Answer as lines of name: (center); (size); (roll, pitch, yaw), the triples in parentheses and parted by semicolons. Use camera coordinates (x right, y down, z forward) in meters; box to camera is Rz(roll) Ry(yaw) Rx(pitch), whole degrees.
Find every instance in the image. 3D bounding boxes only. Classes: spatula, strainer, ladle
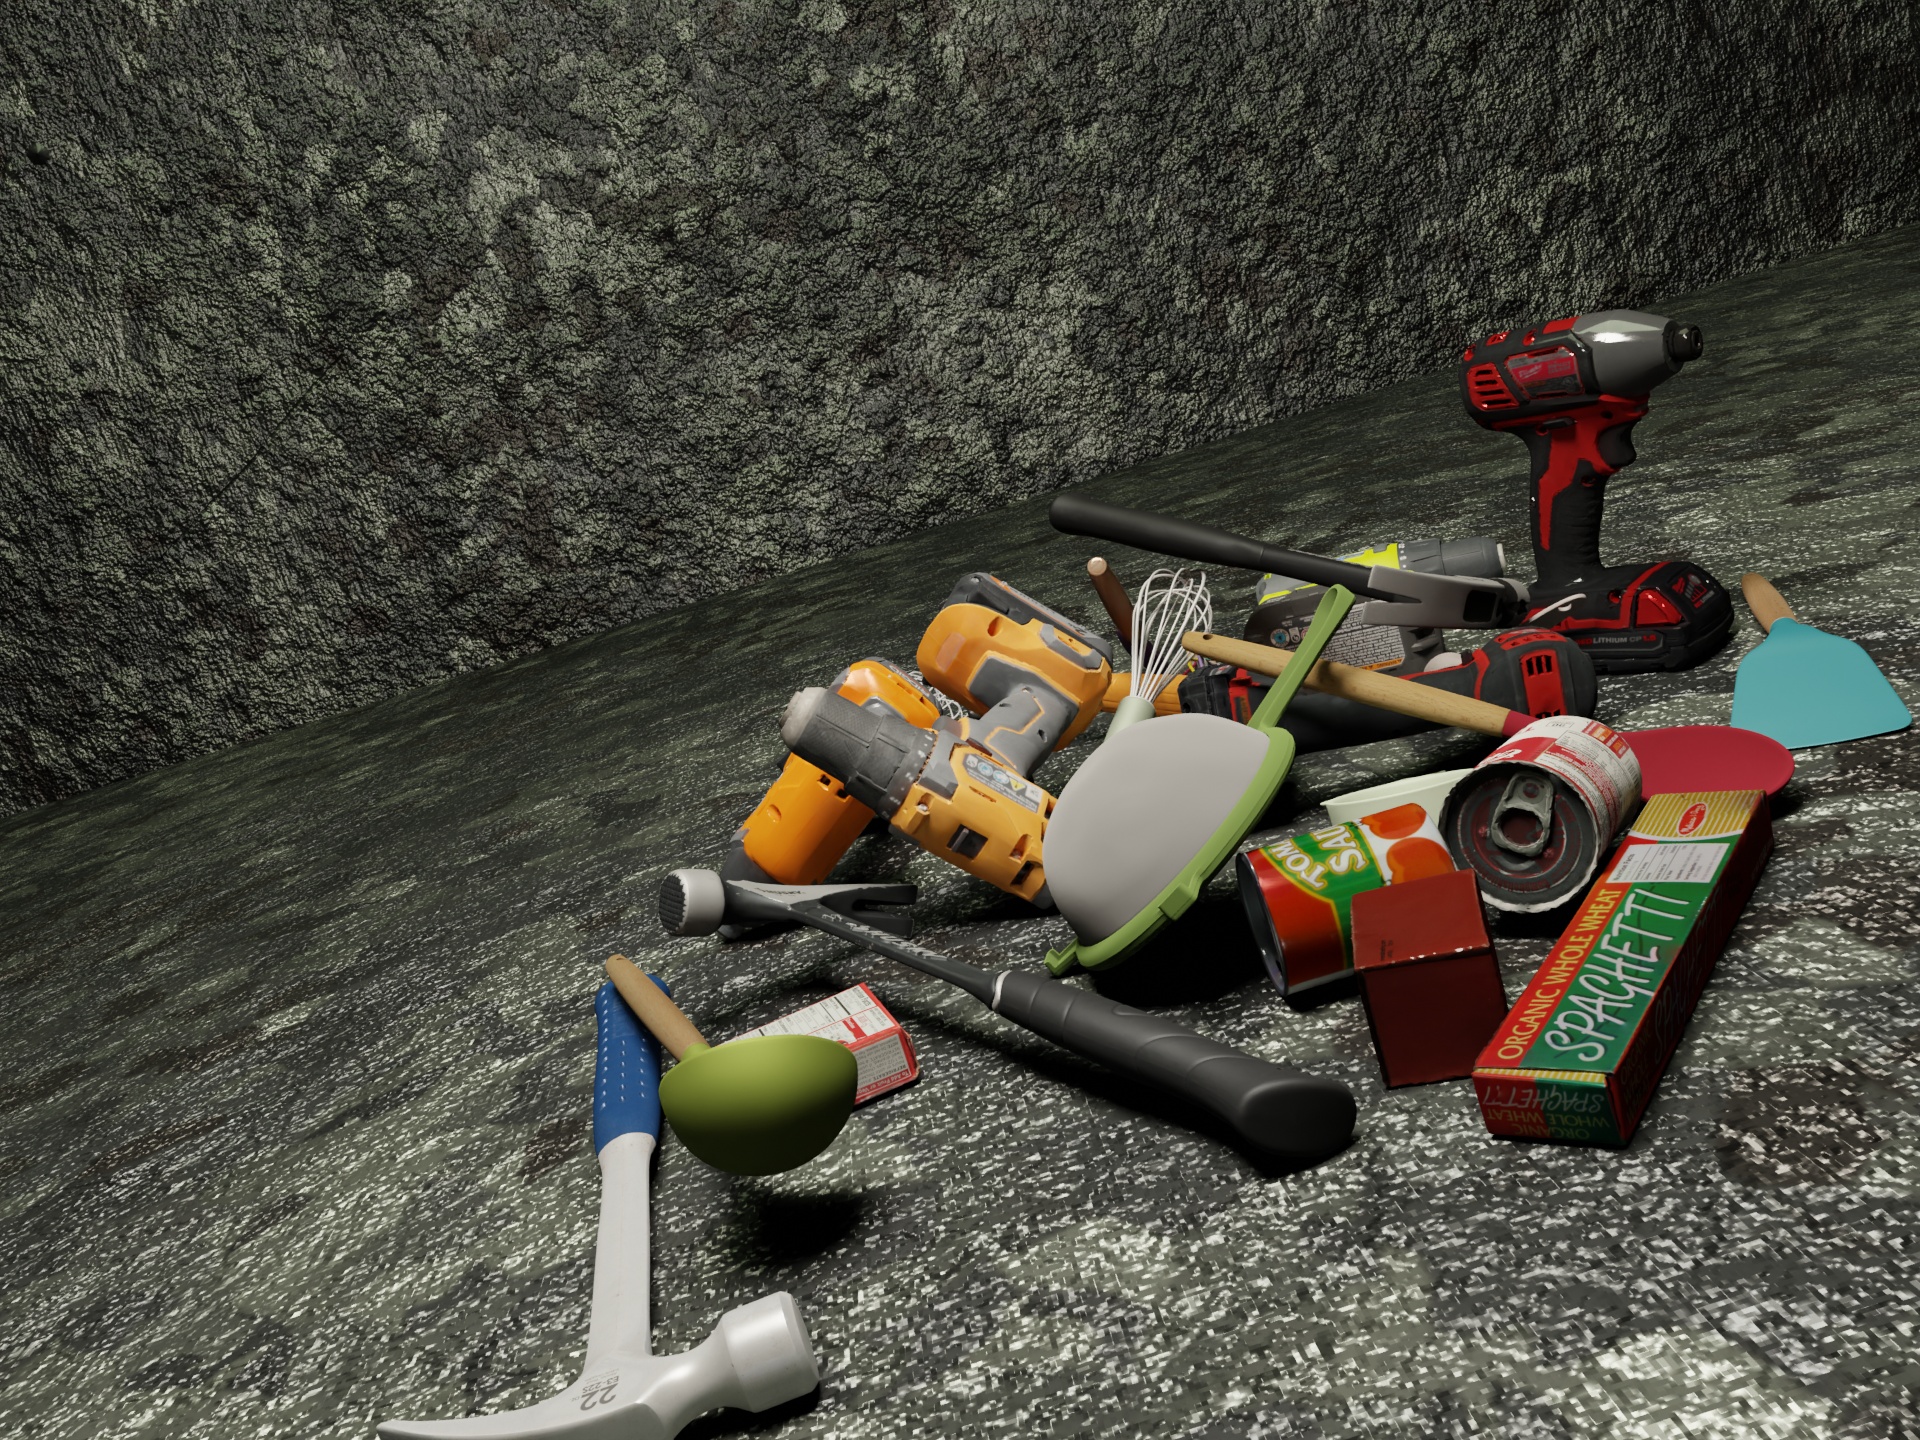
spatula: (0.482, -0.047, 0.935); (0.082, 0.044, 0.317); (-12, 9, 24)
strainer: (0.116, 0.007, 0.794); (0.256, 0.069, 0.151); (-52, 3, -27)
ladle: (-0.127, 0.137, 0.734); (0.078, 0.062, 0.320); (3, 3, -23)
spatula: (0.124, -0.069, 1.161); (0.018, 0.060, 0.315); (-54, -18, -1)
ladle: (0.256, -0.005, 0.822); (0.316, 0.031, 0.069); (17, 43, 31)

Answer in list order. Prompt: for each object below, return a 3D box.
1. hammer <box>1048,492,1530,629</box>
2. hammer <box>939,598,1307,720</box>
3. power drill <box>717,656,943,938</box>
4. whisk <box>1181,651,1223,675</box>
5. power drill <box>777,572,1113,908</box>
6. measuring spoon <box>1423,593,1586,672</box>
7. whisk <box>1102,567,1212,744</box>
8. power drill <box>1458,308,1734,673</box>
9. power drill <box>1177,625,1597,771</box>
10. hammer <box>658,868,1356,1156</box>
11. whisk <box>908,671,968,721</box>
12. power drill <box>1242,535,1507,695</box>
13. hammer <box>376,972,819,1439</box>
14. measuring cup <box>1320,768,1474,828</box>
hammer: (0.189, -0.110, 1.049); (0.335, 0.035, 0.146); (20, 16, 42)
hammer: (0.111, -0.027, 1.152); (0.034, 0.127, 0.337); (-31, 24, -33)
power drill: (-0.092, 0.051, 1.063); (0.164, 0.084, 0.226); (-52, 3, 17)
whisk: (0.191, -0.037, 1.237); (0.047, 0.051, 0.245); (19, 12, 2)
power drill: (-0.002, -0.003, 0.958); (0.084, 0.185, 0.226); (-57, 7, 33)
measuring spoon: (0.348, -0.055, 1.023); (0.034, 0.018, 0.124); (13, -33, -33)
whisk: (0.117, -0.013, 1.035); (0.059, 0.057, 0.246); (-37, 21, 49)
power drill: (0.403, -0.144, 0.991); (0.078, 0.219, 0.143); (-28, 17, -39)
power drill: (0.254, -0.011, 0.946); (0.227, 0.080, 0.188); (-10, 4, 15)
hammer: (0.014, 0.123, 0.735); (0.149, 0.036, 0.409); (6, 3, -36)
whisk: (-0.070, 0.027, 1.261); (0.070, 0.070, 0.285); (-9, 19, 30)
power drill: (0.311, -0.087, 1.197); (0.190, 0.080, 0.228); (-12, 11, 22)
hammer: (-0.154, 0.197, 0.705); (0.144, 0.035, 0.406); (-19, 13, -7)
measuring cup: (0.242, 0.049, 0.837); (0.083, 0.038, 0.167); (-14, -4, 23)
